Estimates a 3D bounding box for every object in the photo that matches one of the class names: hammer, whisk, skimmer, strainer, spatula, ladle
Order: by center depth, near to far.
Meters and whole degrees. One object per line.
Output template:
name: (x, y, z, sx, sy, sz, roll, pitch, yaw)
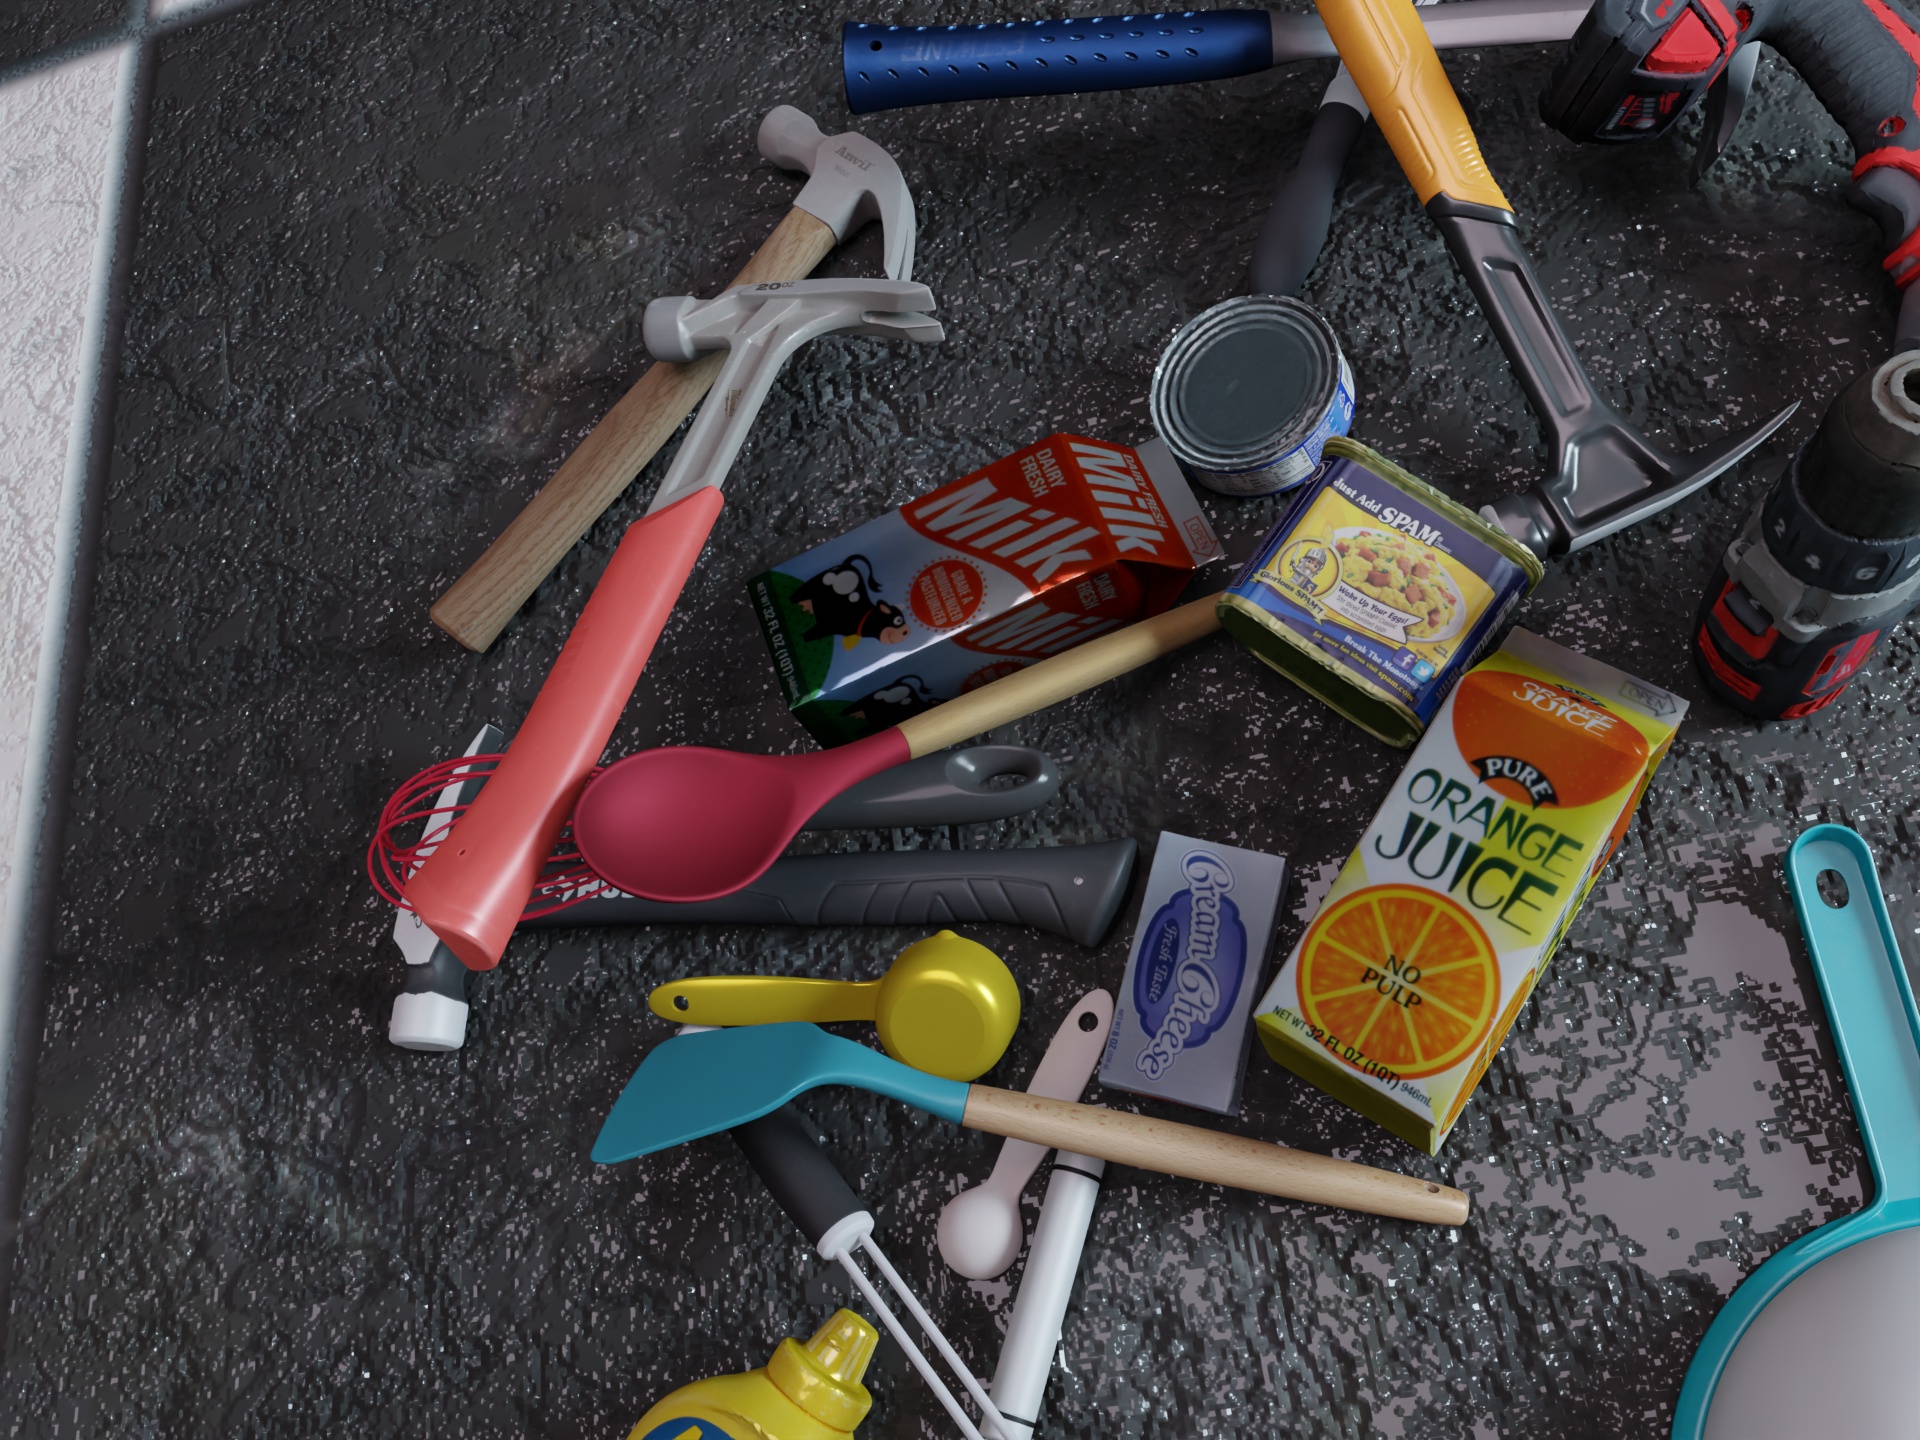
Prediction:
strainer: (0.318, 0.184, 0.484, 0.211, 0.095, 0.341, -11, 67, 13)
skimmer: (-0.007, 0.202, 0.542, 0.127, 0.090, 0.364, -24, 44, -27)
strainer: (0.016, 0.265, 0.575, 0.087, 0.050, 0.259, 17, 67, 4)
spatula: (0.026, 0.156, 0.592, 0.317, 0.082, 0.044, 11, 112, 5)
ladle: (-0.001, -0.002, 0.635, 0.315, 0.031, 0.069, -22, 64, -19)
whisk: (-0.106, 0.038, 0.658, 0.296, 0.073, 0.073, -7, 67, 7)
hammer: (0.210, -0.235, 0.664, 0.127, 0.034, 0.337, -26, 83, 5)
hammer: (-0.124, -0.059, 0.667, 0.149, 0.036, 0.359, 4, 54, 21)
hammer: (-0.089, 0.069, 0.690, 0.335, 0.035, 0.146, -3, 68, 16)
hammer: (0.150, -0.301, 0.713, 0.405, 0.035, 0.144, -3, 83, 4)
whisk: (0.195, -0.320, 0.754, 0.070, 0.070, 0.285, 19, 79, 23)
hammer: (-0.145, -0.167, 0.806, 0.130, 0.031, 0.331, 36, 82, 27)

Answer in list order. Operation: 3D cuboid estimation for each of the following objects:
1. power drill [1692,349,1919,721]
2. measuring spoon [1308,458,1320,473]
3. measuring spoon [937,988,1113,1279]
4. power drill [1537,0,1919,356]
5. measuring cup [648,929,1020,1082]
power drill: (0.365, -0.098, 0.539, 0.226, 0.187, 0.080, -29, 64, -1)
measuring spoon: (0.152, -0.130, 0.714, 0.021, 0.011, 0.117, -36, 59, 12)
measuring spoon: (0.027, 0.160, 0.625, 0.034, 0.018, 0.124, 24, 76, 24)
power drill: (0.353, -0.232, 0.632, 0.220, 0.078, 0.143, 39, 88, 7)
measuring cup: (-0.055, 0.118, 0.639, 0.156, 0.029, 0.062, -2, 103, 10)
